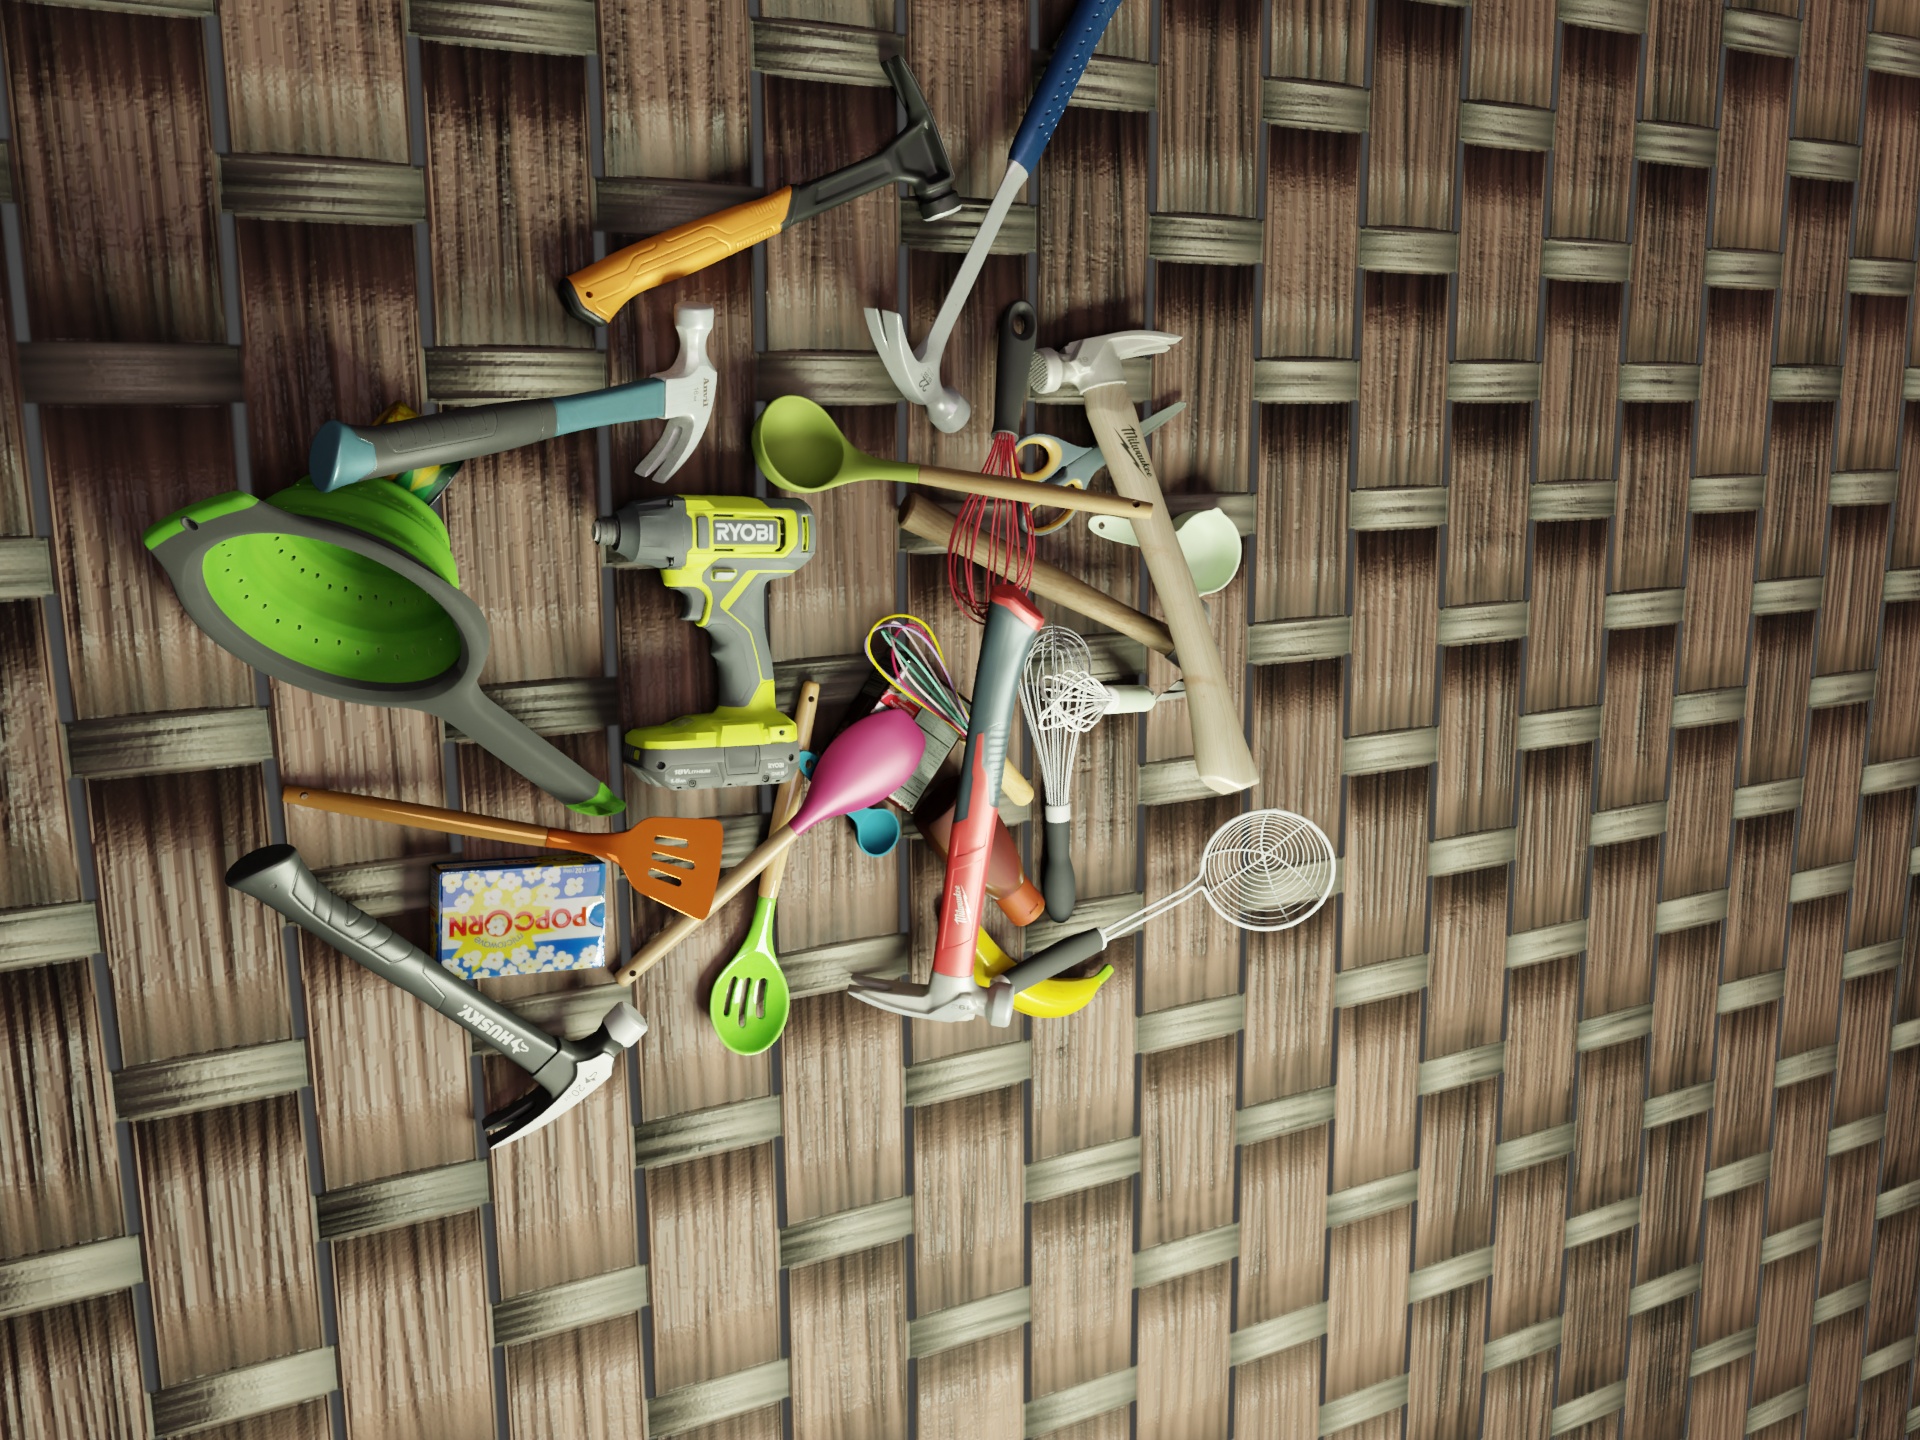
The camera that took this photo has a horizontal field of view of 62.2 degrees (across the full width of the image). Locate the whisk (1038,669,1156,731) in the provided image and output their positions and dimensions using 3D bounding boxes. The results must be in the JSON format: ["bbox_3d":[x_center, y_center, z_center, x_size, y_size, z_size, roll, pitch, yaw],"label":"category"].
[{"bbox_3d":[0.123,-0.017,1.372,0.059,0.058,0.246,-49,163,18],"label":"whisk"}]

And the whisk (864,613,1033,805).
[{"bbox_3d":[0.000,-0.005,1.327,0.047,0.051,0.244,-54,131,-17],"label":"whisk"}]

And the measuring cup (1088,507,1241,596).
[{"bbox_3d":[0.179,-0.163,1.447,0.167,0.038,0.083,10,94,-28],"label":"measuring cup"}]

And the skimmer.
[{"bbox_3d":[0.192,0.184,1.468,0.363,0.090,0.127,-21,110,-32],"label":"skimmer"}]

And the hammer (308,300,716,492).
[{"bbox_3d":[-0.298,-0.211,1.108,0.331,0.033,0.128,-25,129,-47],"label":"hammer"}]

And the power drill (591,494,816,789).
[{"bbox_3d":[-0.200,-0.063,1.239,0.171,0.080,0.223,-3,97,-29],"label":"power drill"}]

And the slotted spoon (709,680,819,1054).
[{"bbox_3d":[-0.154,0.122,1.324,0.070,0.031,0.314,11,92,-27],"label":"slotted spoon"}]

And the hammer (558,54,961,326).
[{"bbox_3d":[-0.157,-0.394,1.224,0.337,0.034,0.127,-31,113,-20],"label":"hammer"}]

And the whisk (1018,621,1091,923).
[{"bbox_3d":[0.086,0.050,1.429,0.070,0.070,0.284,-11,109,-26],"label":"whisk"}]

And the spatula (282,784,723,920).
[{"bbox_3d":[-0.336,0.085,1.191,0.322,0.041,0.081,12,75,-16],"label":"spatula"}]

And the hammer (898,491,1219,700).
[{"bbox_3d":[0.092,-0.112,1.386,0.331,0.031,0.130,24,43,-23],"label":"hammer"}]

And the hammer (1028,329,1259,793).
[{"bbox_3d":[0.185,-0.139,1.374,0.146,0.038,0.411,-16,85,-25],"label":"hammer"}]

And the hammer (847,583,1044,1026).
[{"bbox_3d":[-0.003,0.074,1.307,0.143,0.038,0.386,9,111,2],"label":"hammer"}]

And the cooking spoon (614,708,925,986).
[{"bbox_3d":[-0.156,0.107,1.297,0.319,0.017,0.068,-41,109,-6],"label":"cooking spoon"}]

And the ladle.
[{"bbox_3d":[-0.006,-0.195,1.248,0.320,0.062,0.078,10,70,3],"label":"ladle"}]

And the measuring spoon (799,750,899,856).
[{"bbox_3d":[-0.100,0.067,1.342,0.128,0.021,0.042,48,69,-30],"label":"measuring spoon"}]

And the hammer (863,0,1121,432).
[{"bbox_3d":[0.041,-0.445,1.301,0.144,0.035,0.405,37,76,-57],"label":"hammer"}]

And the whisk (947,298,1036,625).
[{"bbox_3d":[0.035,-0.216,1.313,0.073,0.073,0.296,17,71,-30],"label":"whisk"}]

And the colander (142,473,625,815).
[{"bbox_3d":[-0.371,-0.059,1.133,0.396,0.204,0.095,45,42,-43],"label":"colander"}]

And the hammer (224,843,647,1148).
[{"bbox_3d":[-0.390,0.194,1.157,0.146,0.035,0.334,-44,127,-1],"label":"hammer"}]
